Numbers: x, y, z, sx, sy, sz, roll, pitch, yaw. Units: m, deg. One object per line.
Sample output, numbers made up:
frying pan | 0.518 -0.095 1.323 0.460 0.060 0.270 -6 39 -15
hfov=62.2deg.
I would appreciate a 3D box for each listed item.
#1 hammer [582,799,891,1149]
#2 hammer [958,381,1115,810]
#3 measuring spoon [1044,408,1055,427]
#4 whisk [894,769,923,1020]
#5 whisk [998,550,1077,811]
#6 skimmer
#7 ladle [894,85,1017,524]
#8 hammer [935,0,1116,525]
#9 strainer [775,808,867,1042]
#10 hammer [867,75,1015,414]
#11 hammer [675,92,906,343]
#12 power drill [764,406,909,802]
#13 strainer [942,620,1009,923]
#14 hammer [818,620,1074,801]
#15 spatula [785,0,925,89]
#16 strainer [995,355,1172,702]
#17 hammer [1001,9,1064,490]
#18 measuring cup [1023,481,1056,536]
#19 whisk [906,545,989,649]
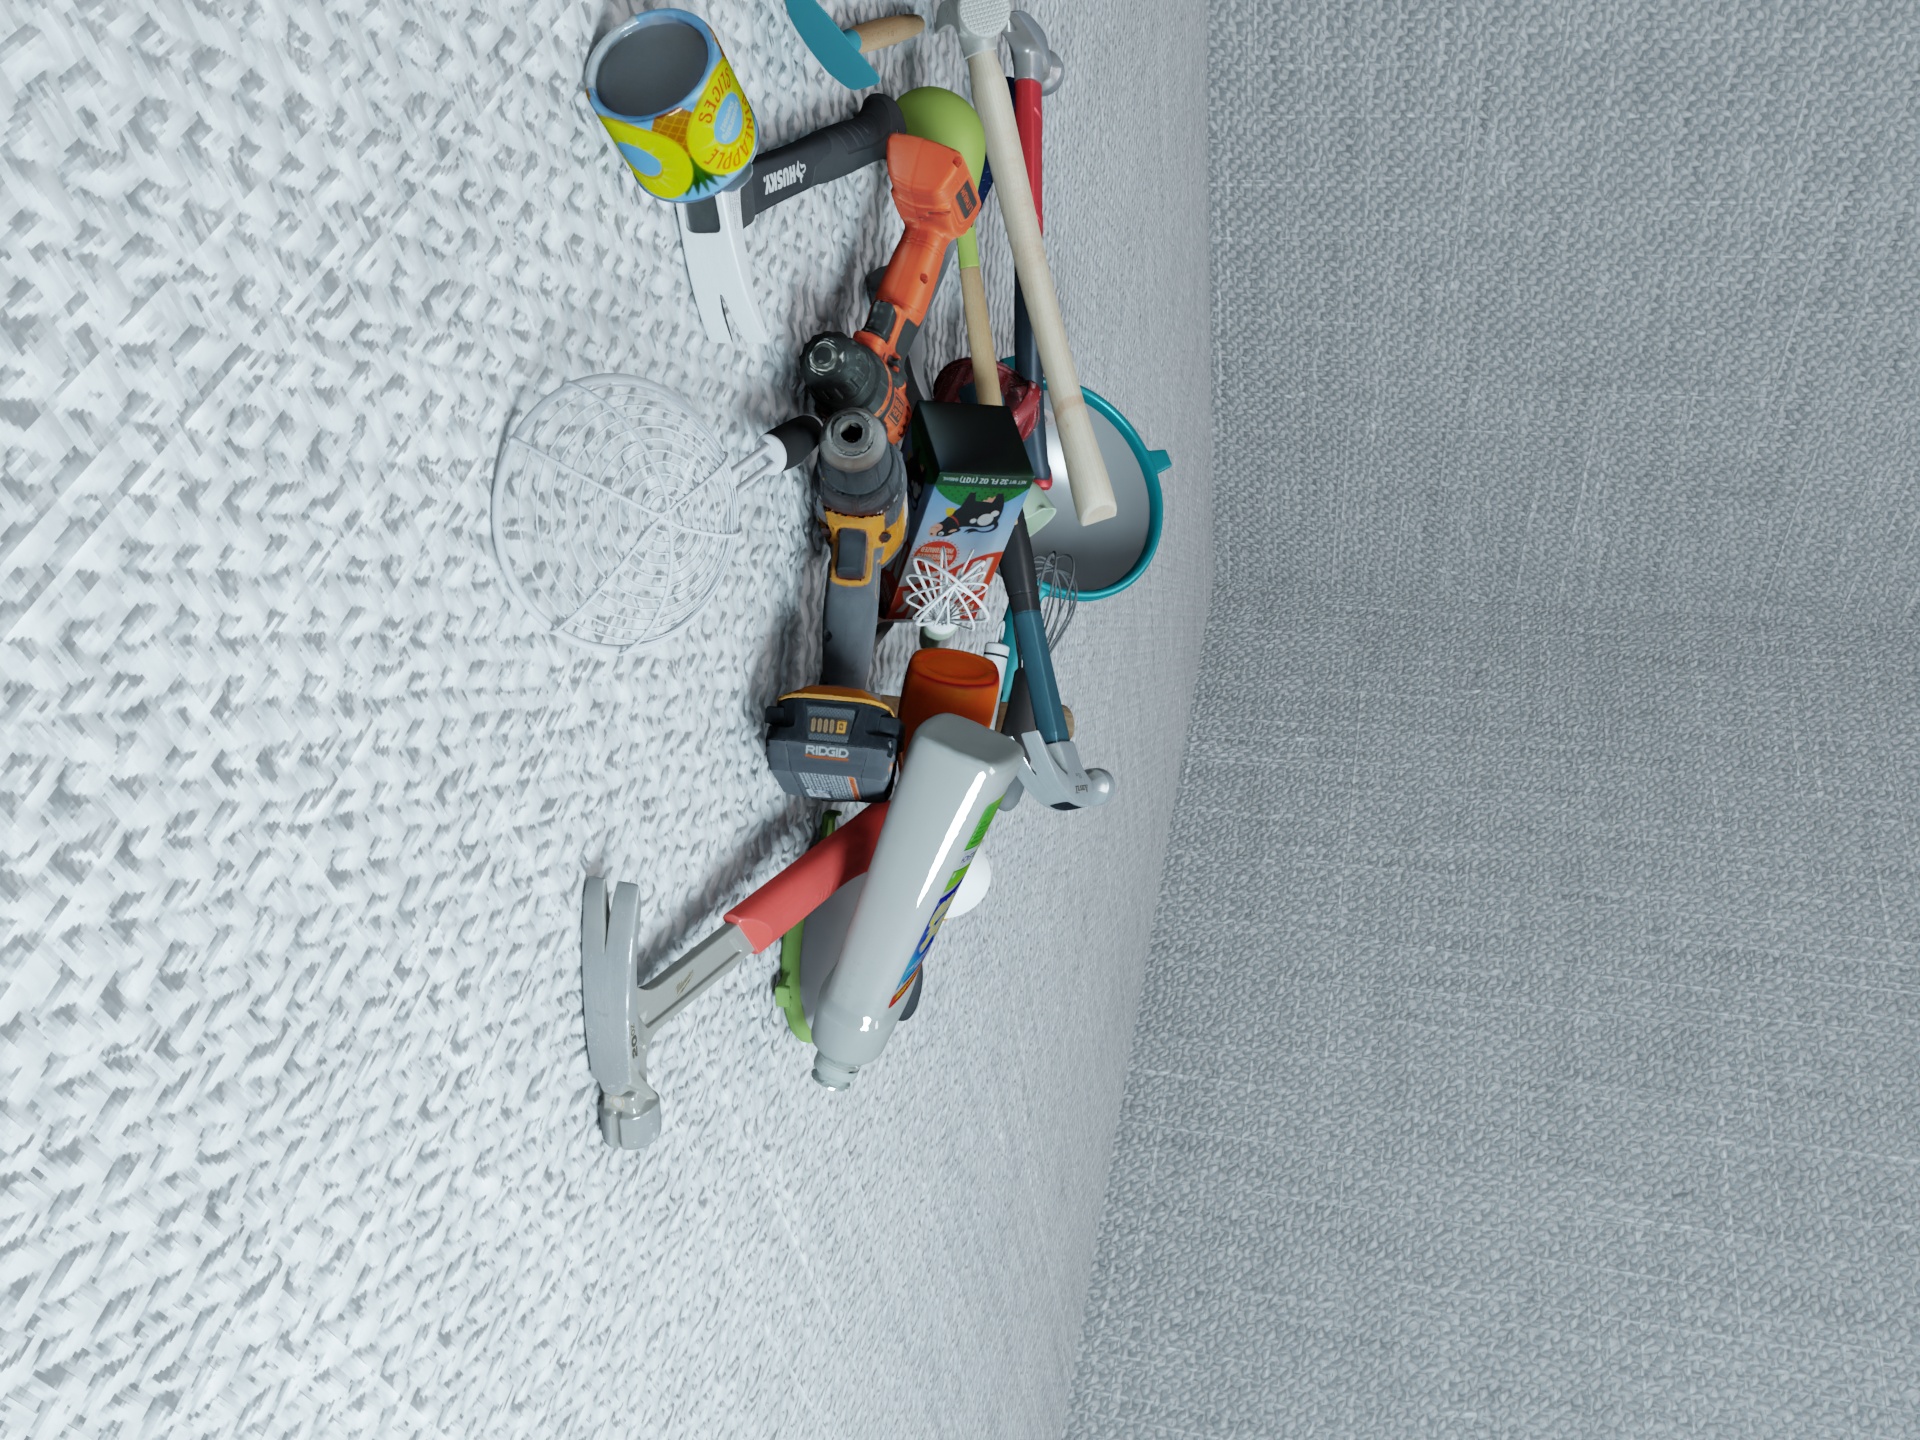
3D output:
hammer | -0.115 0.107 0.962 0.359 0.037 0.149 -36 130 -64
hammer | 0.048 -0.094 1.205 0.128 0.033 0.331 -1 78 -62
measuring spoon | 0.033 -0.267 1.392 0.124 0.018 0.034 -1 78 -36
whisk | -0.035 0.119 1.319 0.070 0.070 0.284 -43 142 -69
whisk | 0.056 -0.035 1.264 0.055 0.055 0.239 71 27 -58
skimmer | -0.142 -0.131 0.850 0.363 0.090 0.127 -74 157 -73
ladle | 0.003 -0.299 1.158 0.078 0.062 0.320 -14 97 -39
hammer | 0.056 -0.354 1.248 0.146 0.038 0.410 -116 -171 -70
strainer | -0.063 0.188 1.190 0.256 0.069 0.152 71 28 -56
hammer | 0.000 -0.407 1.307 0.143 0.035 0.406 79 21 -47
hammer | -0.092 -0.333 0.966 0.335 0.035 0.146 -60 151 -60
power drill | -0.071 -0.073 0.998 0.185 0.084 0.226 95 0 -78
strainer | 0.009 0.051 1.196 0.086 0.050 0.258 19 80 -67
hammer | -0.002 -0.004 1.240 0.331 0.031 0.130 3 86 -57
spatula | -0.056 -0.453 1.041 0.082 0.044 0.318 46 27 -12
strainer | 0.056 -0.143 1.433 0.095 0.210 0.340 -24 -137 59
hammer | 0.053 -0.389 1.343 0.143 0.038 0.386 -9 99 -71
measuring cup | 0.006 -0.156 1.303 0.167 0.083 0.038 -24 79 -37
whisk | -0.011 -0.070 1.054 0.058 0.059 0.246 -51 179 -6
